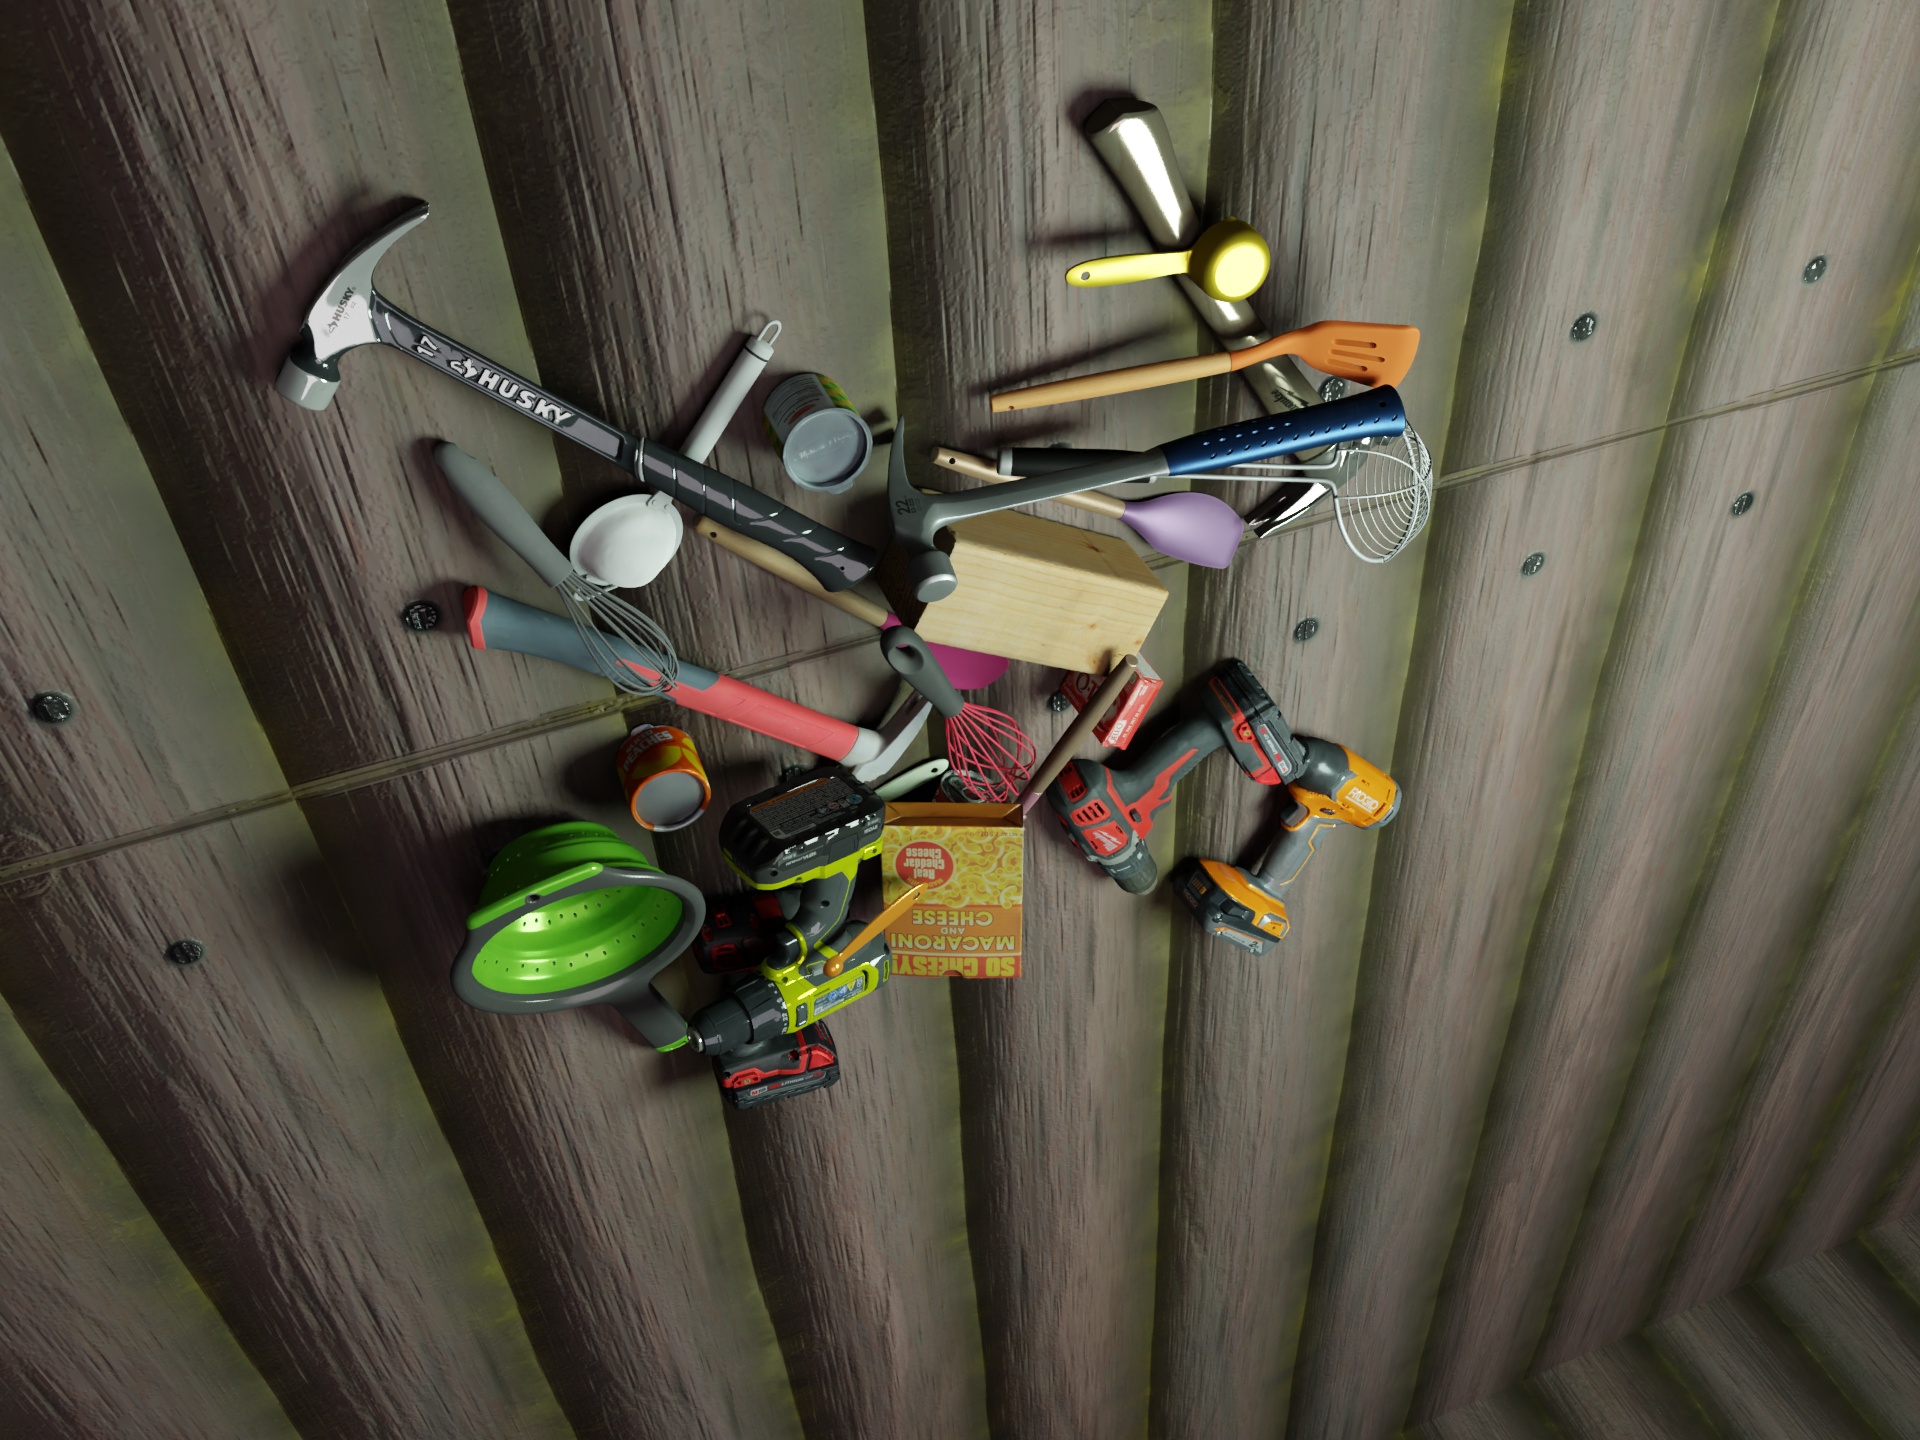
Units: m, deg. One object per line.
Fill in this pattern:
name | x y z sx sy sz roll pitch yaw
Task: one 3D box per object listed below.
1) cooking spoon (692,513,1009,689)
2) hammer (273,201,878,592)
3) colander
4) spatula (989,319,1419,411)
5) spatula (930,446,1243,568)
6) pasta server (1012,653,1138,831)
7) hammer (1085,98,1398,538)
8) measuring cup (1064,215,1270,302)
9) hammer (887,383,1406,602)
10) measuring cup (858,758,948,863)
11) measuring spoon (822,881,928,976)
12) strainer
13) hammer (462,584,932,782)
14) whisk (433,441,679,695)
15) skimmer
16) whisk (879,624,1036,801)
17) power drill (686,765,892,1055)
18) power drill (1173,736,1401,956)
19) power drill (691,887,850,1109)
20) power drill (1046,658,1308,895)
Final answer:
cooking spoon | -0.082 -0.092 1.271 0.318 0.017 0.068 26 128 -38
hammer | -0.230 -0.190 1.070 0.408 0.036 0.149 26 110 -28
colander | -0.306 0.185 1.353 0.204 0.095 0.396 -24 151 -5
spatula | 0.182 -0.260 1.204 0.322 0.041 0.081 -11 158 -4
spatula | 0.111 -0.180 1.295 0.315 0.018 0.059 10 108 -32
pasta server | 0.084 0.046 1.389 0.040 0.060 0.316 25 136 -8
hammer | 0.203 -0.304 1.228 0.146 0.038 0.410 -39 132 9
measuring cup | 0.151 -0.323 1.144 0.156 0.029 0.062 -11 131 -16
hammer | 0.139 -0.198 1.193 0.405 0.144 0.035 -14 156 -11
measuring cup | -0.079 0.086 1.402 0.167 0.038 0.083 -29 133 1
measuring spoon | -0.069 0.176 1.338 0.117 0.011 0.021 -40 143 -18
strainer | -0.200 -0.176 1.134 0.086 0.050 0.258 15 116 -51
hammer | -0.199 -0.037 1.242 0.386 0.038 0.143 22 118 -36
whisk | -0.282 -0.104 1.120 0.055 0.055 0.238 -37 115 6
skimmer | 0.206 -0.194 1.267 0.363 0.090 0.127 2 92 -5
whisk | -0.002 -0.004 1.294 0.073 0.073 0.295 -34 149 3
power drill | -0.142 0.168 1.323 0.190 0.080 0.228 -22 132 -34
power drill | 0.321 0.117 1.598 0.164 0.084 0.226 29 106 -38
power drill | -0.170 0.248 1.468 0.143 0.079 0.219 -12 128 -18
power drill | 0.208 0.066 1.504 0.226 0.080 0.187 -32 133 5
